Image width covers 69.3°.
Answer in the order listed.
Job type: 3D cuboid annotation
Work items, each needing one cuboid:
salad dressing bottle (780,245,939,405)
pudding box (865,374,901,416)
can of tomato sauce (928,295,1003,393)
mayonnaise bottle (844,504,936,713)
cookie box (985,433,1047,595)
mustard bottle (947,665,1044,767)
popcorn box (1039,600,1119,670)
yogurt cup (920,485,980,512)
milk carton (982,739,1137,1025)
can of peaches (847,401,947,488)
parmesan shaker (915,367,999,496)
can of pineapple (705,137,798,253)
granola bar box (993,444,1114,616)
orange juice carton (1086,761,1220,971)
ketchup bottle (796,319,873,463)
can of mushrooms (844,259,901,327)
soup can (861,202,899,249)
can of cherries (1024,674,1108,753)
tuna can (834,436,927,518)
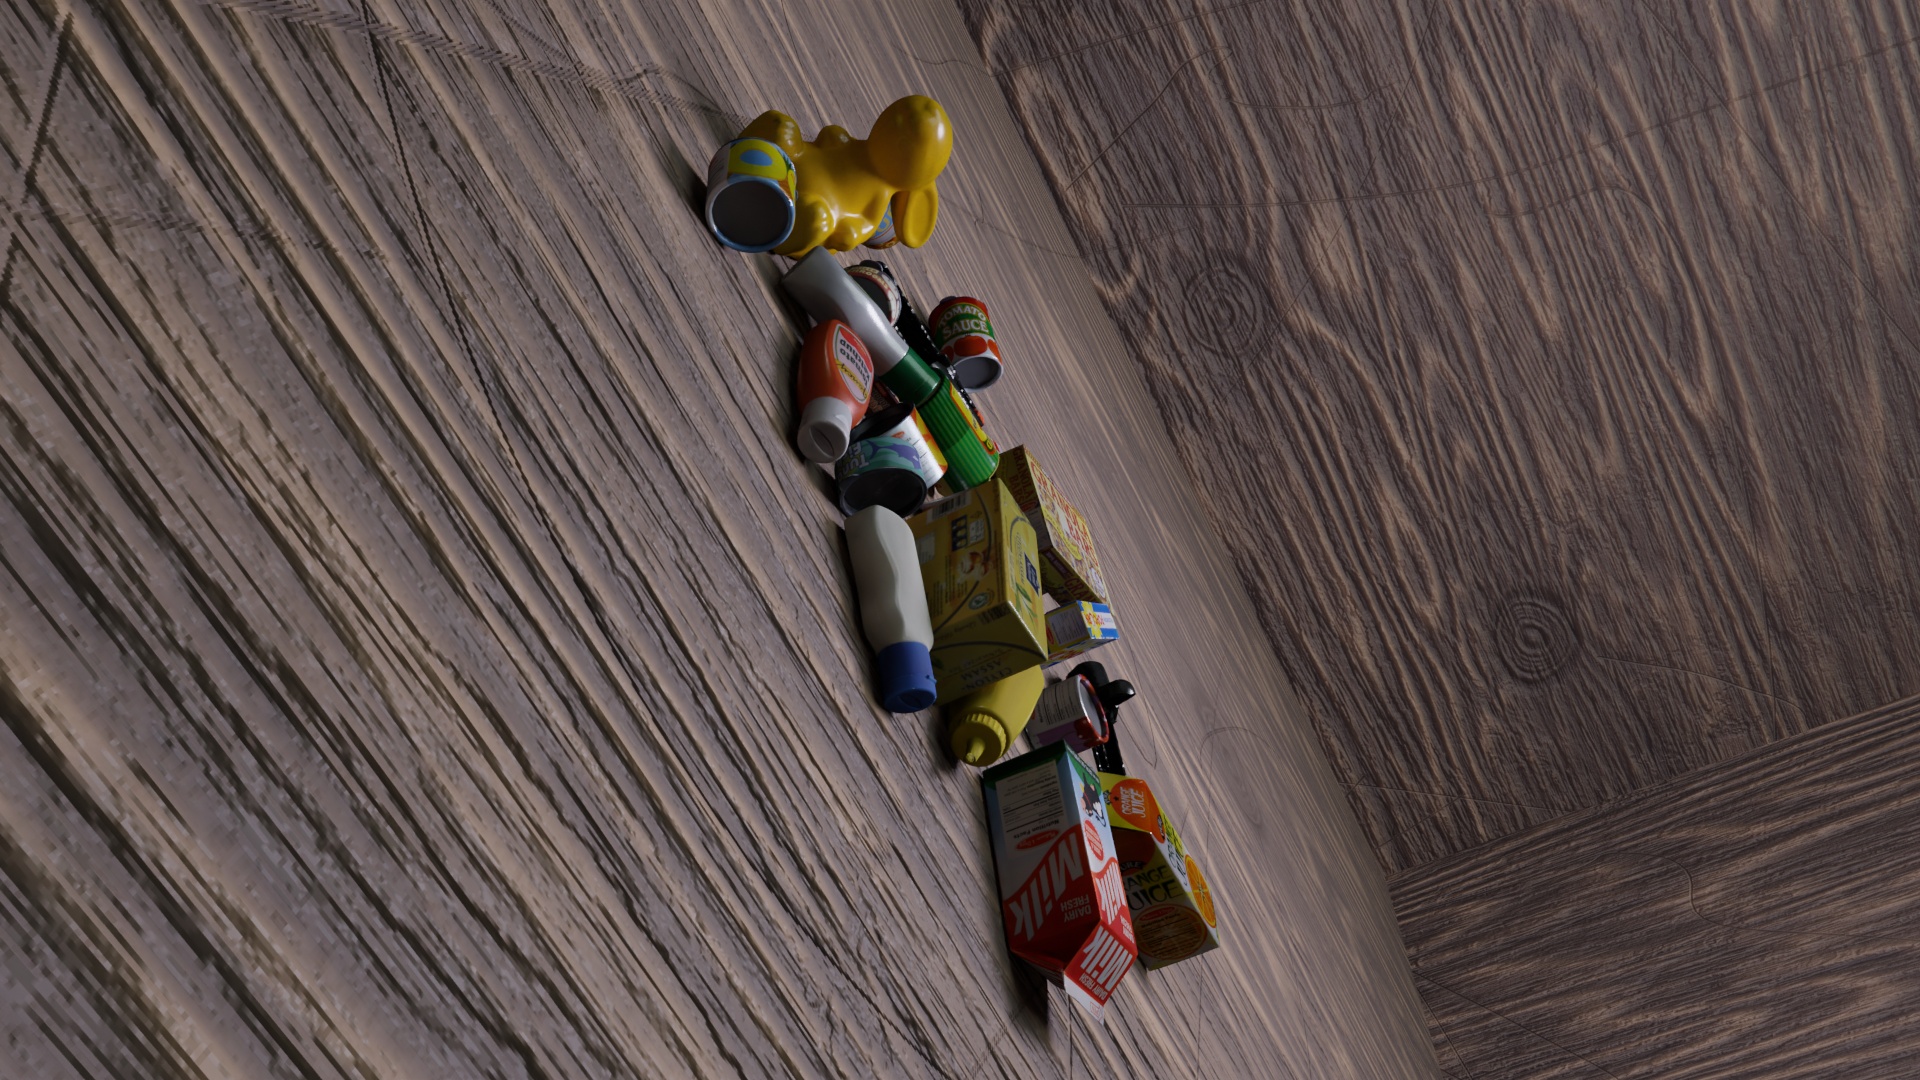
[{"bbox_3d":[-0.079,-0.171,1.127,0.147,0.044,0.064,45,-15,-18],"label":"salad dressing bottle"},{"bbox_3d":[-0.071,-0.140,1.202,0.049,0.030,0.084,52,20,-36],"label":"pudding box"},{"bbox_3d":[0.006,-0.211,1.490,0.071,0.071,0.083,43,27,-55],"label":"can of tomato sauce"},{"bbox_3d":[-0.047,0.049,0.980,0.064,0.041,0.149,44,27,-51],"label":"mayonnaise bottle"},{"bbox_3d":[0.028,-0.029,1.347,0.123,0.040,0.168,33,35,-64],"label":"cookie box"},{"bbox_3d":[0.021,0.131,1.048,0.048,0.065,0.161,57,23,-12],"label":"mustard bottle"},{"bbox_3d":[0.092,0.090,1.292,0.038,0.085,0.127,70,15,11],"label":"popcorn box"},{"bbox_3d":[0.004,-0.015,1.205,0.072,0.072,0.054,-27,101,-75],"label":"yogurt cup"},{"bbox_3d":[0.074,0.251,1.015,0.072,0.073,0.191,51,21,-43],"label":"milk carton"},{"bbox_3d":[-0.052,-0.068,1.092,0.058,0.071,0.071,60,16,-20],"label":"can of peaches"},{"bbox_3d":[-0.016,-0.096,1.242,0.102,0.071,0.072,55,19,-35],"label":"parmesan shaker"},{"bbox_3d":[-0.153,-0.255,1.030,0.070,0.071,0.058,53,21,-40],"label":"can of pineapple"},{"bbox_3d":[0.090,-0.001,1.356,0.165,0.039,0.125,45,25,-53],"label":"granola bar box"},{"bbox_3d":[0.158,0.286,1.239,0.192,0.073,0.072,58,17,-24],"label":"orange juice carton"},{"bbox_3d":[-0.097,-0.109,1.045,0.064,0.043,0.149,53,20,-27],"label":"ketchup bottle"},{"bbox_3d":[-0.085,-0.199,1.171,0.071,0.071,0.033,62,17,-15],"label":"can of mushrooms"},{"bbox_3d":[-0.090,-0.320,1.341,0.071,0.071,0.084,69,15,10],"label":"soup can"},{"bbox_3d":[0.095,0.161,1.245,0.071,0.058,0.072,56,18,-29],"label":"can of cherries"},{"bbox_3d":[-0.061,-0.045,1.028,0.071,0.071,0.033,47,23,-50],"label":"tuna can"}]
